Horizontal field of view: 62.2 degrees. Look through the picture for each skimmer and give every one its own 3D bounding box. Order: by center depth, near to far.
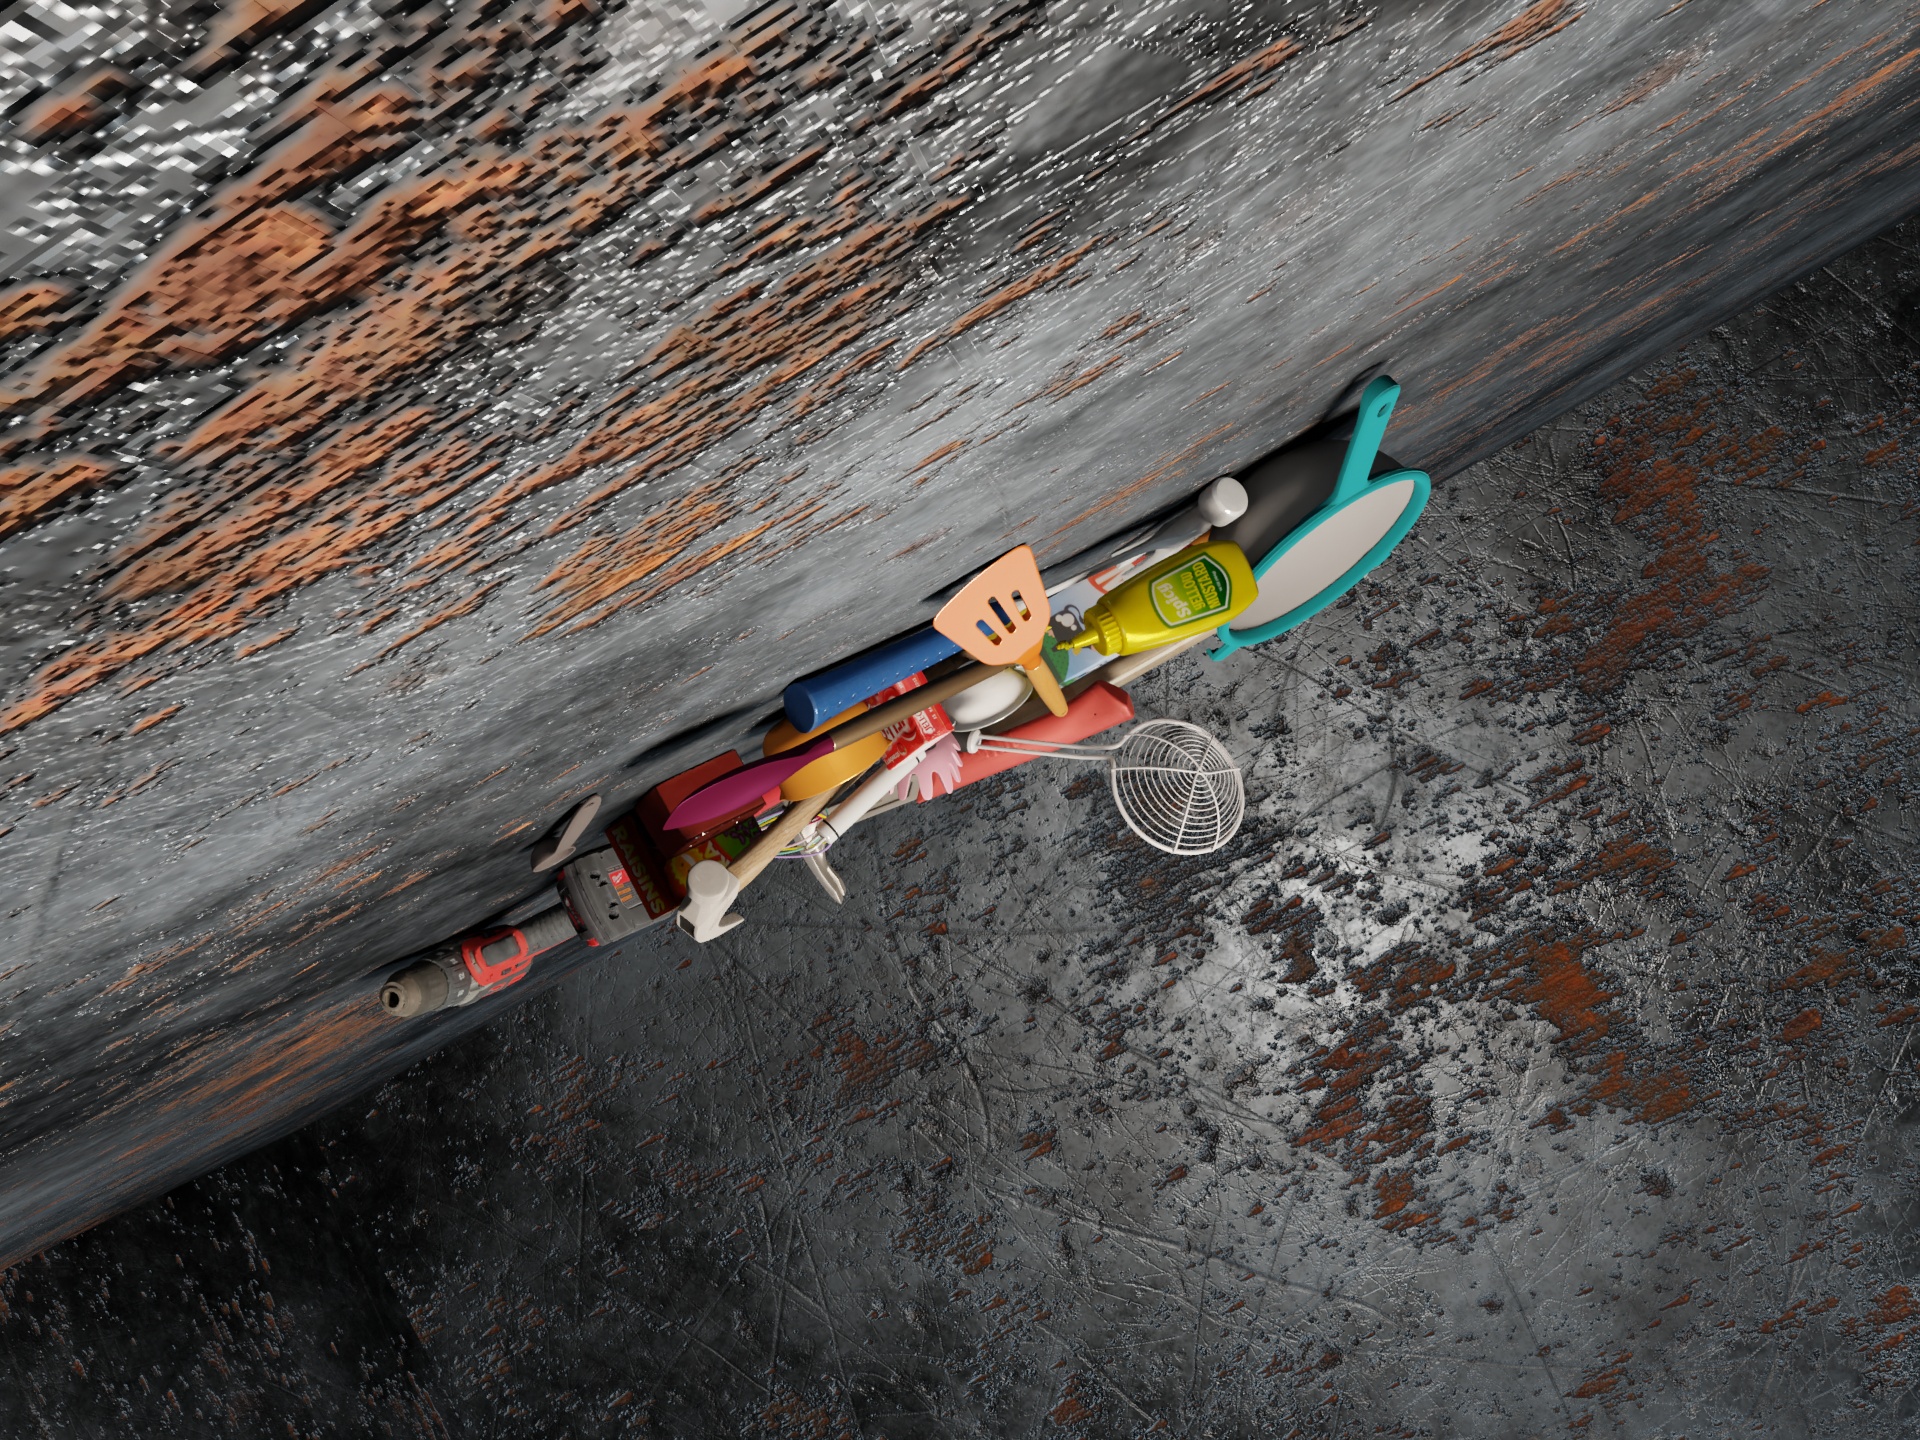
[{"bbox_3d":[0.075,0.043,1.454,0.363,0.090,0.127,7,-123,27],"label":"skimmer"}]

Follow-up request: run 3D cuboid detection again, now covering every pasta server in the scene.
[{"bbox_3d":[-0.002,-0.005,1.446,0.060,0.040,0.316,-2,-161,15],"label":"pasta server"}]

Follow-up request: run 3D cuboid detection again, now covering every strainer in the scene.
[{"bbox_3d":[0.276,-0.189,1.263,0.211,0.095,0.340,-30,159,-12],"label":"strainer"},{"bbox_3d":[-0.032,0.019,1.294,0.258,0.050,0.087,-43,-148,-15],"label":"strainer"}]

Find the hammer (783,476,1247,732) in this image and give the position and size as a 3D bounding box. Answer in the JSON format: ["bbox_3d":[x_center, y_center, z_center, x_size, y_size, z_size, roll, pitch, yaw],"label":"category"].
[{"bbox_3d":[0.039,-0.082,1.188,0.405,0.035,0.144,-27,176,-33],"label":"hammer"}]

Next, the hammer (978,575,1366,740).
[{"bbox_3d":[0.203,-0.072,1.533,0.410,0.038,0.146,-29,164,15],"label":"hammer"}]

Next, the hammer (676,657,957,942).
[{"bbox_3d":[-0.110,0.057,1.291,0.331,0.031,0.130,-45,169,-32],"label":"hammer"}]

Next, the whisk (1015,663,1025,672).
[{"bbox_3d":[0.051,-0.050,1.466,0.059,0.058,0.246,-26,-179,25],"label":"whisk"}]

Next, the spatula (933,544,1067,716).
[{"bbox_3d":[0.050,-0.046,1.171,0.081,0.041,0.322,-40,165,1],"label":"spatula"}]

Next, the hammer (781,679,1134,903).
[{"bbox_3d":[0.001,0.055,1.535,0.359,0.149,0.037,-22,-162,15],"label":"hammer"}]

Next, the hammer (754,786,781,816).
[{"bbox_3d":[-0.229,0.093,1.469,0.386,0.038,0.143,-29,168,24],"label":"hammer"}]

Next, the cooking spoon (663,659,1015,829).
[{"bbox_3d":[-0.073,0.006,1.102,0.319,0.017,0.068,-26,165,-38],"label":"cooking spoon"}]

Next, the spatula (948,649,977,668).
[{"bbox_3d":[-0.047,-0.026,1.435,0.316,0.018,0.059,-30,173,28],"label":"spatula"}]

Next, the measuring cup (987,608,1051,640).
[{"bbox_3d":[0.040,-0.072,1.335,0.062,0.029,0.156,-21,176,-2],"label":"measuring cup"}]

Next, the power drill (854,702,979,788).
[{"bbox_3d":[-0.025,0.011,1.672,0.164,0.084,0.226,-31,180,14],"label":"power drill"}]

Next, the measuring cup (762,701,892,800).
[{"bbox_3d":[-0.111,0.007,1.228,0.095,0.052,0.174,-28,-164,-2],"label":"measuring cup"}]

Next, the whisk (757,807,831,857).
[{"bbox_3d":[-0.232,0.121,1.554,0.245,0.051,0.047,-13,163,21],"label":"whisk"}]

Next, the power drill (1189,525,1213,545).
[{"bbox_3d":[0.230,-0.137,1.586,0.185,0.084,0.226,-30,172,14],"label":"power drill"}]

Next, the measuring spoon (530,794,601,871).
[{"bbox_3d":[-0.277,0.074,1.118,0.034,0.018,0.124,-26,169,-39],"label":"measuring spoon"}]

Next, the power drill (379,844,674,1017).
[{"bbox_3d":[-0.391,0.195,1.422,0.226,0.080,0.188,-27,177,16],"label":"power drill"}]
